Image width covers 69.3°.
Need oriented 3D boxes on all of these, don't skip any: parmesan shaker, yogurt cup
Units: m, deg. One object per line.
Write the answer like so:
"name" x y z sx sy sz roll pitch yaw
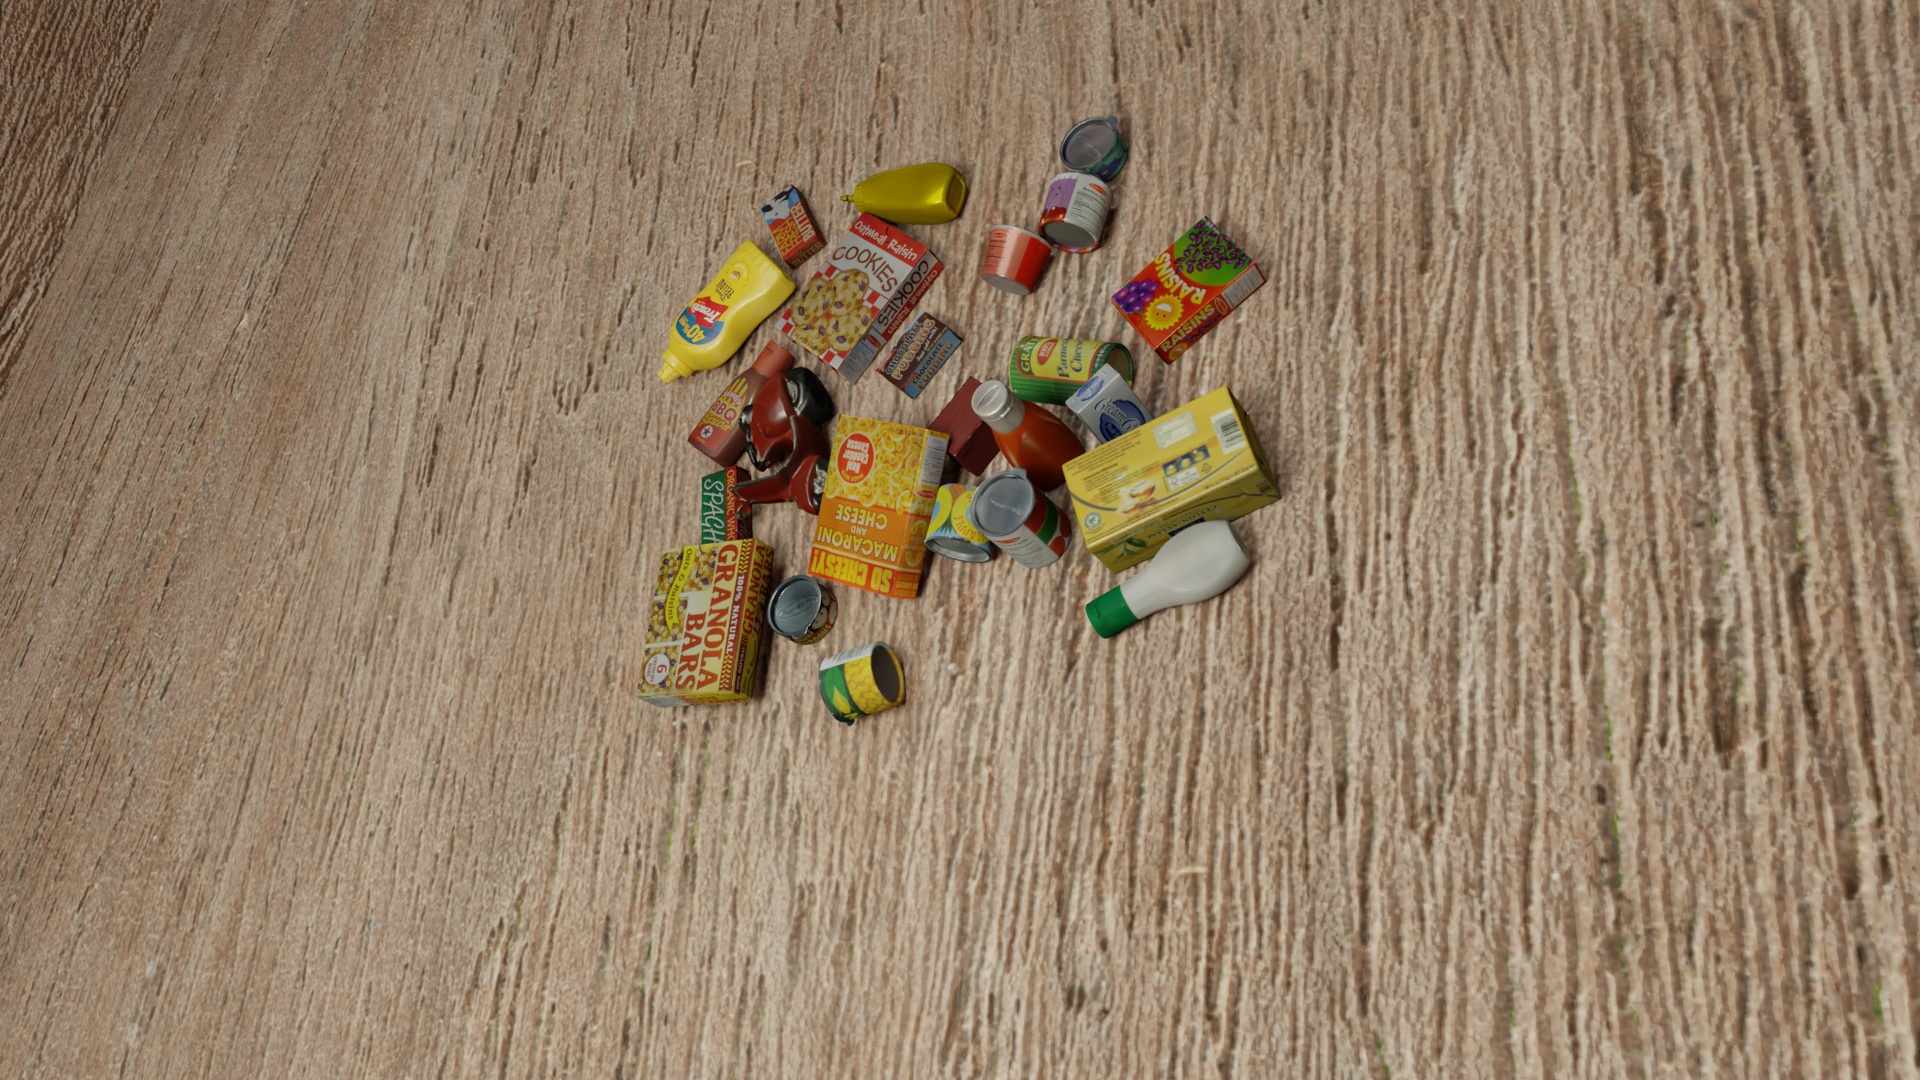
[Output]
"parmesan shaker" 0.109 -0.165 1.349 0.103 0.071 0.071 10 73 34
"yogurt cup" 0.055 -0.290 1.442 0.072 0.072 0.054 16 85 35

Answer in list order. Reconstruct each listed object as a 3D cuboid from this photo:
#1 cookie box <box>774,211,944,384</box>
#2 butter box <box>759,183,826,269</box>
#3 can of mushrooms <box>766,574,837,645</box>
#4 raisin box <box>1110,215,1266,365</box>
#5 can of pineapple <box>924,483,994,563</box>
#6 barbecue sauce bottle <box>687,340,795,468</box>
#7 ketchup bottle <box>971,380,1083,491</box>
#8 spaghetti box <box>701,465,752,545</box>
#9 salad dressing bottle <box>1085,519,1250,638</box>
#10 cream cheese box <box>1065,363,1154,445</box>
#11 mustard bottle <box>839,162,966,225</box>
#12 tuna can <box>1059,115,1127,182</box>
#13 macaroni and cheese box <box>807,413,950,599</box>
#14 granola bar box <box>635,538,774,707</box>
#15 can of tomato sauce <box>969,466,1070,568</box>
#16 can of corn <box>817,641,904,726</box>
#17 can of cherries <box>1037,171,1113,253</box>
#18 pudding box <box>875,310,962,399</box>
"cookie box" -0.113 -0.273 1.548 0.123 0.040 0.167 37 89 38
"butter box" -0.200 -0.375 1.660 0.053 0.024 0.104 -35 54 13
"can of mushrooms" -0.161 0.073 1.414 0.071 0.033 0.071 -13 61 25
"raisin box" 0.218 -0.240 1.336 0.123 0.040 0.086 -40 54 9
"can of pineapple" 0.005 -0.017 1.337 0.071 0.071 0.058 3 69 32
"barbecue sauce bottle" -0.243 -0.156 1.567 0.065 0.043 0.148 33 86 38
"ketchup bottle" 0.060 -0.100 1.293 0.064 0.148 0.043 -49 54 3
"spaghetti box" -0.251 0.034 1.490 0.050 0.028 0.251 -18 59 22
"salad dressing bottle" 0.181 0.036 1.223 0.147 0.044 0.064 -31 58 16
"cream cheese box" 0.144 -0.114 1.279 0.053 0.103 0.024 -44 46 4
"mustard bottle" -0.070 -0.391 1.575 0.160 0.048 0.065 8 71 34
"tuna can" 0.143 -0.413 1.467 0.071 0.032 0.071 -13 62 25
"macaroni and cheese box" -0.082 -0.035 1.383 0.124 0.040 0.166 13 92 40
"granola bar box" -0.262 0.084 1.428 0.124 0.039 0.166 -7 65 28
"can of tomato sauce" 0.058 -0.020 1.297 0.071 0.083 0.071 -13 61 25
"can of corn" -0.093 0.137 1.324 0.058 0.071 0.071 -19 59 22
"can of cherries" 0.117 -0.335 1.427 0.071 0.071 0.058 6 72 33
"pudding box" -0.045 -0.198 1.478 0.083 0.030 0.050 -51 52 0
